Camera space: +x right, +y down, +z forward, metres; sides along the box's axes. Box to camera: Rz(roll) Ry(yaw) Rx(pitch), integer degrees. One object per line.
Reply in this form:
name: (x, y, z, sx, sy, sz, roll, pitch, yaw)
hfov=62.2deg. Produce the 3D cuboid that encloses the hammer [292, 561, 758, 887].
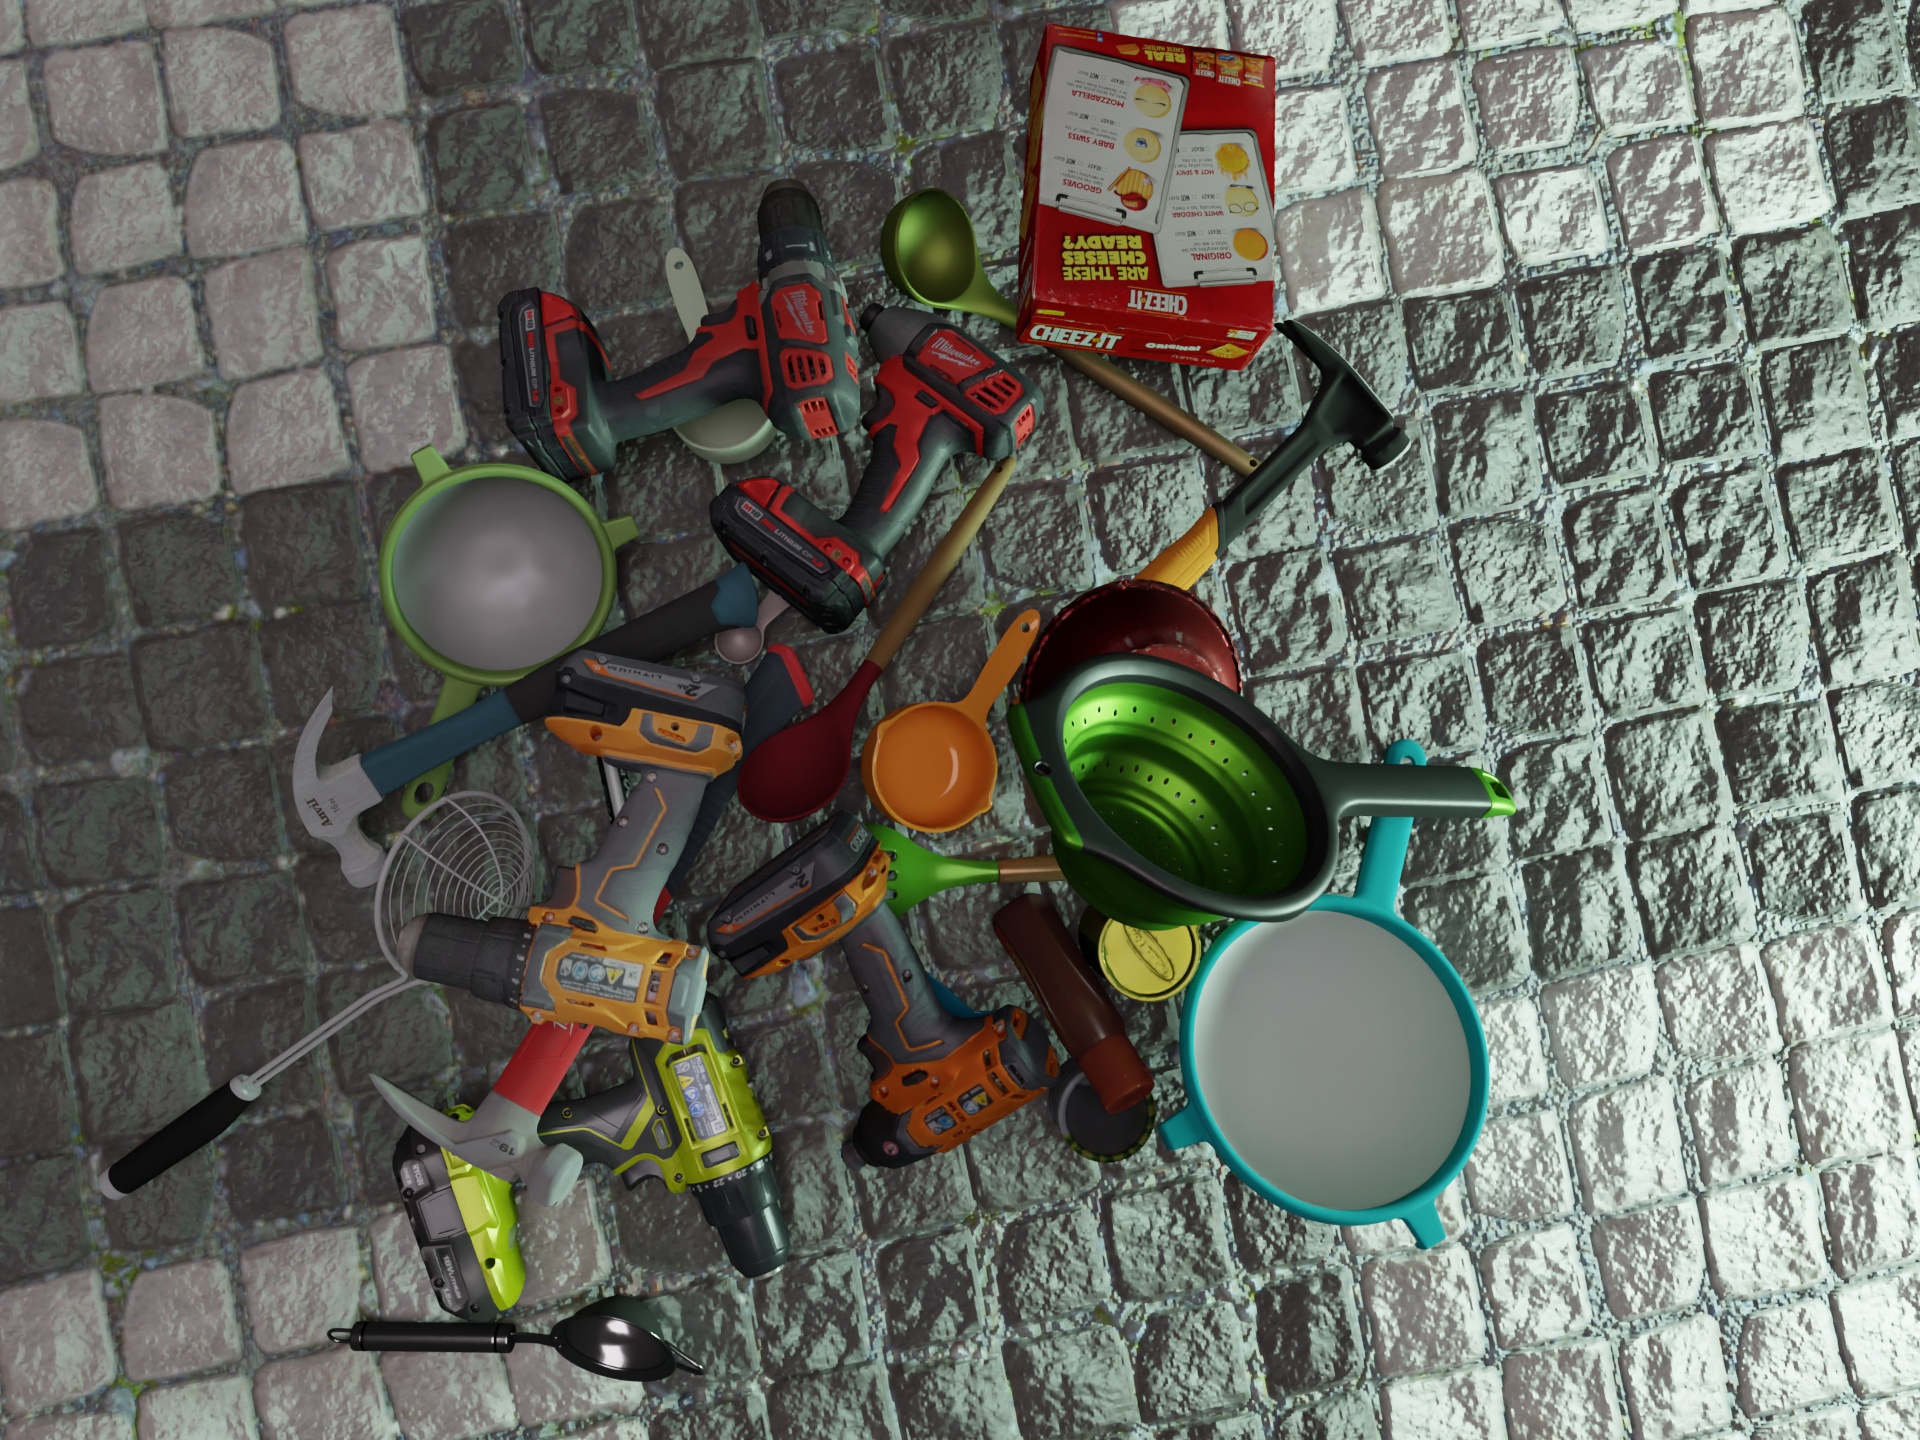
hammer: (-0.283, -0.014, 1.053, 0.331, 0.033, 0.128, -27, 121, -7)

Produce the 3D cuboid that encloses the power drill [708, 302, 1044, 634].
power drill: (-0.062, -0.180, 1.080, 0.143, 0.078, 0.220, 39, 81, 11)

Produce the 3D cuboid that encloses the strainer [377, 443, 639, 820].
strainer: (-0.330, -0.056, 1.078, 0.151, 0.069, 0.256, 18, 105, -24)

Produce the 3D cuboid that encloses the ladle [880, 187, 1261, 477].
ladle: (0.084, -0.260, 1.107, 0.320, 0.062, 0.078, 32, 71, -4)

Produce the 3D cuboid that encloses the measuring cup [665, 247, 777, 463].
measuring cup: (-0.174, -0.253, 1.108, 0.083, 0.038, 0.168, -20, 71, 2)

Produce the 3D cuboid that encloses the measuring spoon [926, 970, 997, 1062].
measuring spoon: (-0.009, 0.194, 1.101, 0.128, 0.021, 0.042, 36, 98, 8)

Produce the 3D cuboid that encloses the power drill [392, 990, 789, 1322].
power drill: (-0.235, 0.305, 1.051, 0.228, 0.080, 0.190, -20, 87, -7)

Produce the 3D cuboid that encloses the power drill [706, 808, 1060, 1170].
power drill: (-0.063, 0.191, 1.051, 0.164, 0.084, 0.226, -36, 98, 16)

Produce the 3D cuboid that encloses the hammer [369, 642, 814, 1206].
hammer: (-0.222, 0.108, 1.043, 0.143, 0.038, 0.386, 27, 73, 9)

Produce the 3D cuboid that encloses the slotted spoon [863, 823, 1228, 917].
slotted spoon: (0.052, 0.101, 1.101, 0.313, 0.031, 0.070, -2, 89, -4)

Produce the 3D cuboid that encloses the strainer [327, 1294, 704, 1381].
strainer: (-0.295, 0.409, 1.060, 0.258, 0.050, 0.086, 0, 131, 2)

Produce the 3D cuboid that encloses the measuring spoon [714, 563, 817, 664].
measuring spoon: (-0.122, -0.086, 1.110, 0.034, 0.018, 0.124, 41, 79, 12)

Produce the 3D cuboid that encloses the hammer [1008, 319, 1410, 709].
hammer: (0.155, -0.120, 1.101, 0.337, 0.034, 0.127, -45, 104, -1)

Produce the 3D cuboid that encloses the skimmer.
skimmer: (-0.432, 0.185, 1.053, 0.363, 0.127, 0.090, -35, 58, 8)

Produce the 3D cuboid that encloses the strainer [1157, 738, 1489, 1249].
strainer: (0.255, 0.174, 1.086, 0.211, 0.095, 0.340, 22, 66, -3)

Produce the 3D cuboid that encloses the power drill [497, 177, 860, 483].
power drill: (-0.183, -0.259, 1.051, 0.226, 0.080, 0.188, -11, 68, 4)

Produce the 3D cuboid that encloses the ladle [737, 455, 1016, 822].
ladle: (-0.046, -0.059, 1.074, 0.069, 0.031, 0.315, 26, 71, 22)

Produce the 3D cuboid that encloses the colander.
colander: (0.193, 0.066, 1.025, 0.397, 0.094, 0.205, 3, 47, -30)

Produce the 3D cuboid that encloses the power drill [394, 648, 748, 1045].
power drill: (-0.234, 0.075, 0.985, 0.185, 0.084, 0.226, 11, 77, -4)

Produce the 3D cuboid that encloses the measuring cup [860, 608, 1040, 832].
measuring cup: (-0.002, -0.003, 1.089, 0.095, 0.052, 0.174, 36, 77, -15)
